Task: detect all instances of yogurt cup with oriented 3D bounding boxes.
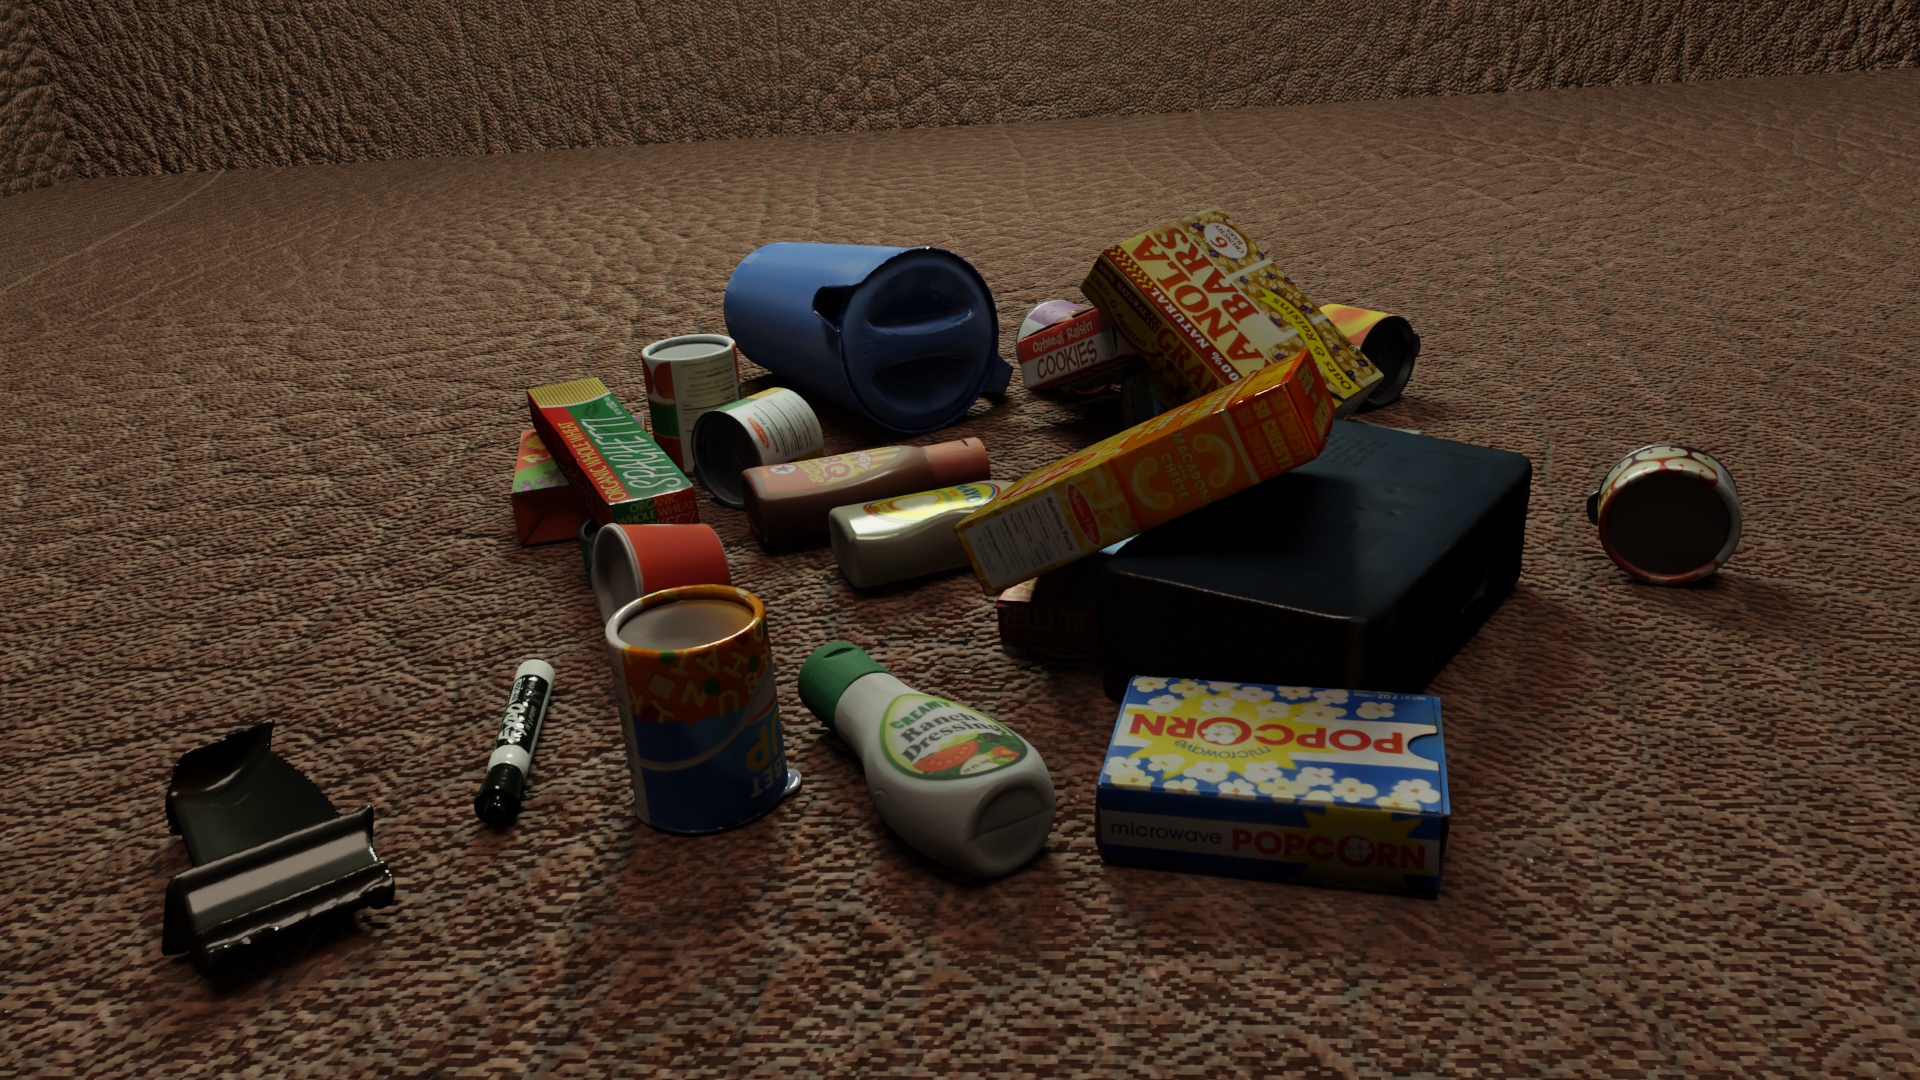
[{"bbox_3d":[-0.154,0.022,0.724,0.054,0.072,0.072,-9,22,-32],"label":"yogurt cup"}]

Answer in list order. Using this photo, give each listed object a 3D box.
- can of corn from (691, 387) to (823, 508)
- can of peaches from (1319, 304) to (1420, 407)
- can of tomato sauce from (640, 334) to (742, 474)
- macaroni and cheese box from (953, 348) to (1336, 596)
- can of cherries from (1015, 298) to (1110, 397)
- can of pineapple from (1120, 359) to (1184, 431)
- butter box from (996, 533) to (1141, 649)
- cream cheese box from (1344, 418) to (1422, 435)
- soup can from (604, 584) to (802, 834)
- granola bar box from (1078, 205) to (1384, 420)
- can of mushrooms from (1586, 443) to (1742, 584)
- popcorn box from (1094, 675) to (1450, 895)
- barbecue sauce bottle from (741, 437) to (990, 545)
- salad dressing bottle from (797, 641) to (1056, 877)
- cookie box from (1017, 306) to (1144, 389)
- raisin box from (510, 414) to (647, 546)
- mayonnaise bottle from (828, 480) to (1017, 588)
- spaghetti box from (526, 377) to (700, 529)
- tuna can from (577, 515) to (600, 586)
[{"bbox_3d":[-0.133,-0.060,0.907,0.071,0.071,0.058,14,28,36],"label":"can of corn"},{"bbox_3d":[0.286,-0.135,1.003,0.071,0.071,0.058,-20,27,-32],"label":"can of peaches"},{"bbox_3d":[-0.186,-0.097,0.974,0.071,0.082,0.071,-3,23,2],"label":"can of tomato sauce"},{"bbox_3d":[0.093,-0.034,0.670,0.166,0.040,0.124,-23,6,22],"label":"macaroni and cheese box"},{"bbox_3d":[0.087,-0.149,1.067,0.072,0.071,0.058,-16,26,-25],"label":"can of cherries"},{"bbox_3d":[0.144,-0.090,0.920,0.058,0.070,0.071,-9,24,-10],"label":"can of pineapple"},{"bbox_3d":[0.060,0.022,0.731,0.053,0.024,0.104,5,25,21],"label":"butter box"},{"bbox_3d":[0.238,-0.047,0.860,0.053,0.024,0.104,17,31,39],"label":"cream cheese box"},{"bbox_3d":[-0.106,0.068,0.579,0.071,0.083,0.071,-3,23,1],"label":"soup can"},{"bbox_3d":[0.174,-0.133,0.889,0.125,0.038,0.166,-29,72,-37],"label":"granola bar box"},{"bbox_3d":[0.359,-0.013,0.710,0.071,0.070,0.033,5,26,22],"label":"can of mushrooms"},{"bbox_3d":[0.122,0.092,0.543,0.127,0.038,0.085,2,23,16],"label":"popcorn box"},{"bbox_3d":[-0.056,-0.033,0.856,0.149,0.043,0.065,-11,23,-16],"label":"barbecue sauce bottle"},{"bbox_3d":[-0.020,0.085,0.577,0.064,0.043,0.148,-15,25,-29],"label":"salad dressing bottle"},{"bbox_3d":[0.143,-0.141,0.989,0.168,0.040,0.122,-7,-2,-28],"label":"cookie box"},{"bbox_3d":[-0.246,-0.042,0.914,0.086,0.040,0.124,-10,25,-10],"label":"raisin box"},{"bbox_3d":[0.003,-0.010,0.794,0.148,0.041,0.065,-12,23,-16],"label":"mayonnaise bottle"},{"bbox_3d":[-0.217,-0.053,0.849,0.050,0.028,0.250,-15,26,-22],"label":"spaghetti box"},{"bbox_3d":[-0.186,0.003,0.808,0.071,0.032,0.071,-3,23,2],"label":"tuna can"}]
